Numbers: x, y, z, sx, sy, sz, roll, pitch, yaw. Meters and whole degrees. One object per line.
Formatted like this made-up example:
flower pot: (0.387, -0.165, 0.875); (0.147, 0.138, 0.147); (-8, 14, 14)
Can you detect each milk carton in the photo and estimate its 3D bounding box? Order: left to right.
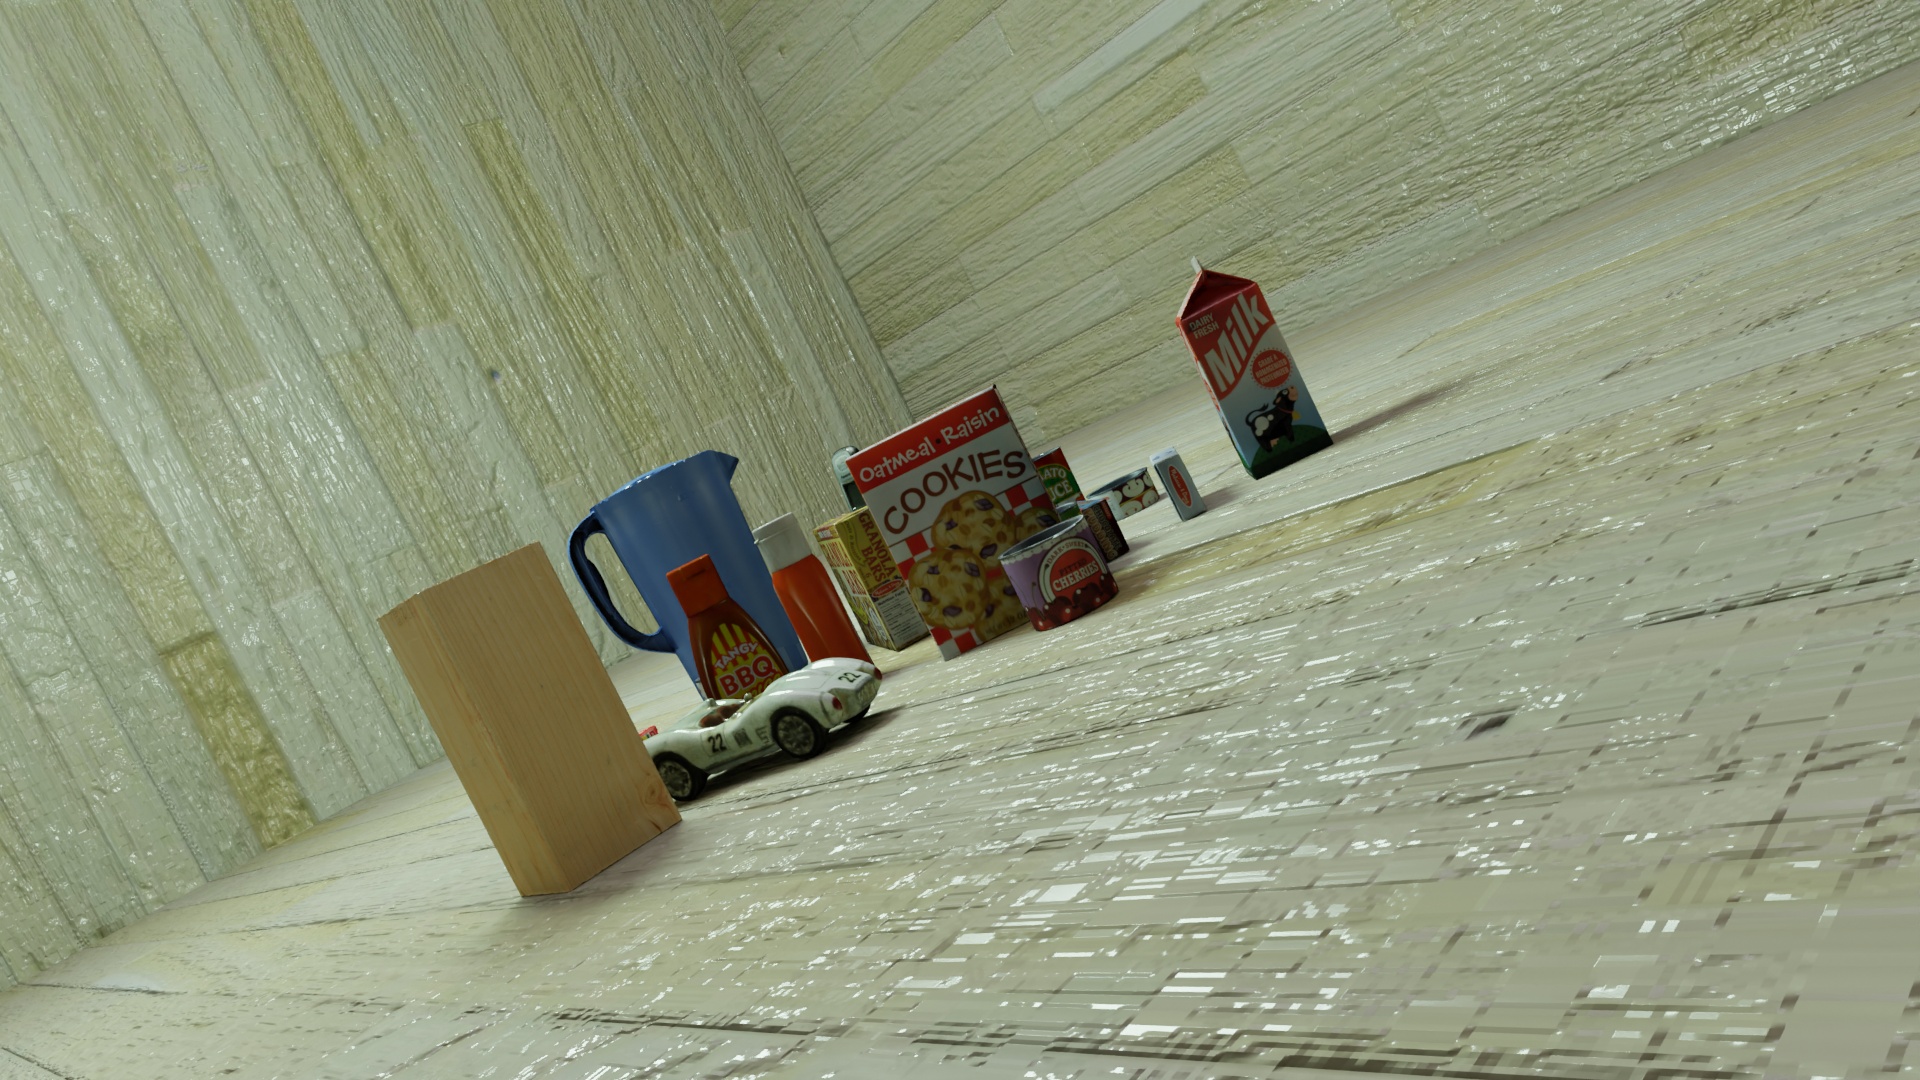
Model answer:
milk carton: (0.238, -0.154, 1.179); (0.073, 0.190, 0.072); (-26, 4, 8)

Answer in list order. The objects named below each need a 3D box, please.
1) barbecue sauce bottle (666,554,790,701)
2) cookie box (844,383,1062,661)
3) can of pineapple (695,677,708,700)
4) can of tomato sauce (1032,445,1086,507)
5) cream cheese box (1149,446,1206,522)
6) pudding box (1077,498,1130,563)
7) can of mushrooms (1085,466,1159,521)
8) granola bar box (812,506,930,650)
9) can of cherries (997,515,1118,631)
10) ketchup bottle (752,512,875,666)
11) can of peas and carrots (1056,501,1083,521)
barbecue sauce bottle: (-0.177, 0.084, 1.067); (0.065, 0.148, 0.043); (-28, 4, -19)
cookie box: (0.007, -0.014, 1.027); (0.123, 0.167, 0.040); (-26, 4, 5)
can of pineapple: (-0.178, 0.127, 1.164); (0.071, 0.058, 0.071); (-26, 4, 2)
can of tomato sauce: (0.096, -0.050, 1.494); (0.071, 0.083, 0.071); (-26, 4, 2)
cream cheese box: (0.182, -0.049, 1.171); (0.024, 0.053, 0.104); (-26, 4, 8)
pudding box: (0.105, -0.007, 1.147); (0.030, 0.049, 0.083); (-27, 4, -11)
can of mushrooms: (0.162, -0.044, 1.364); (0.071, 0.033, 0.071); (-26, 4, 2)
granola bar box: (-0.083, 0.034, 1.266); (0.039, 0.124, 0.165); (-27, 4, -12)
can of cherries: (0.069, 0.023, 0.957); (0.071, 0.058, 0.071); (-26, 4, 2)
ketchup bottle: (-0.118, 0.051, 1.110); (0.044, 0.148, 0.064); (-28, 4, -19)
can of peas and carrots: (0.072, 0.010, 1.084); (0.071, 0.058, 0.071); (-26, 4, 2)
